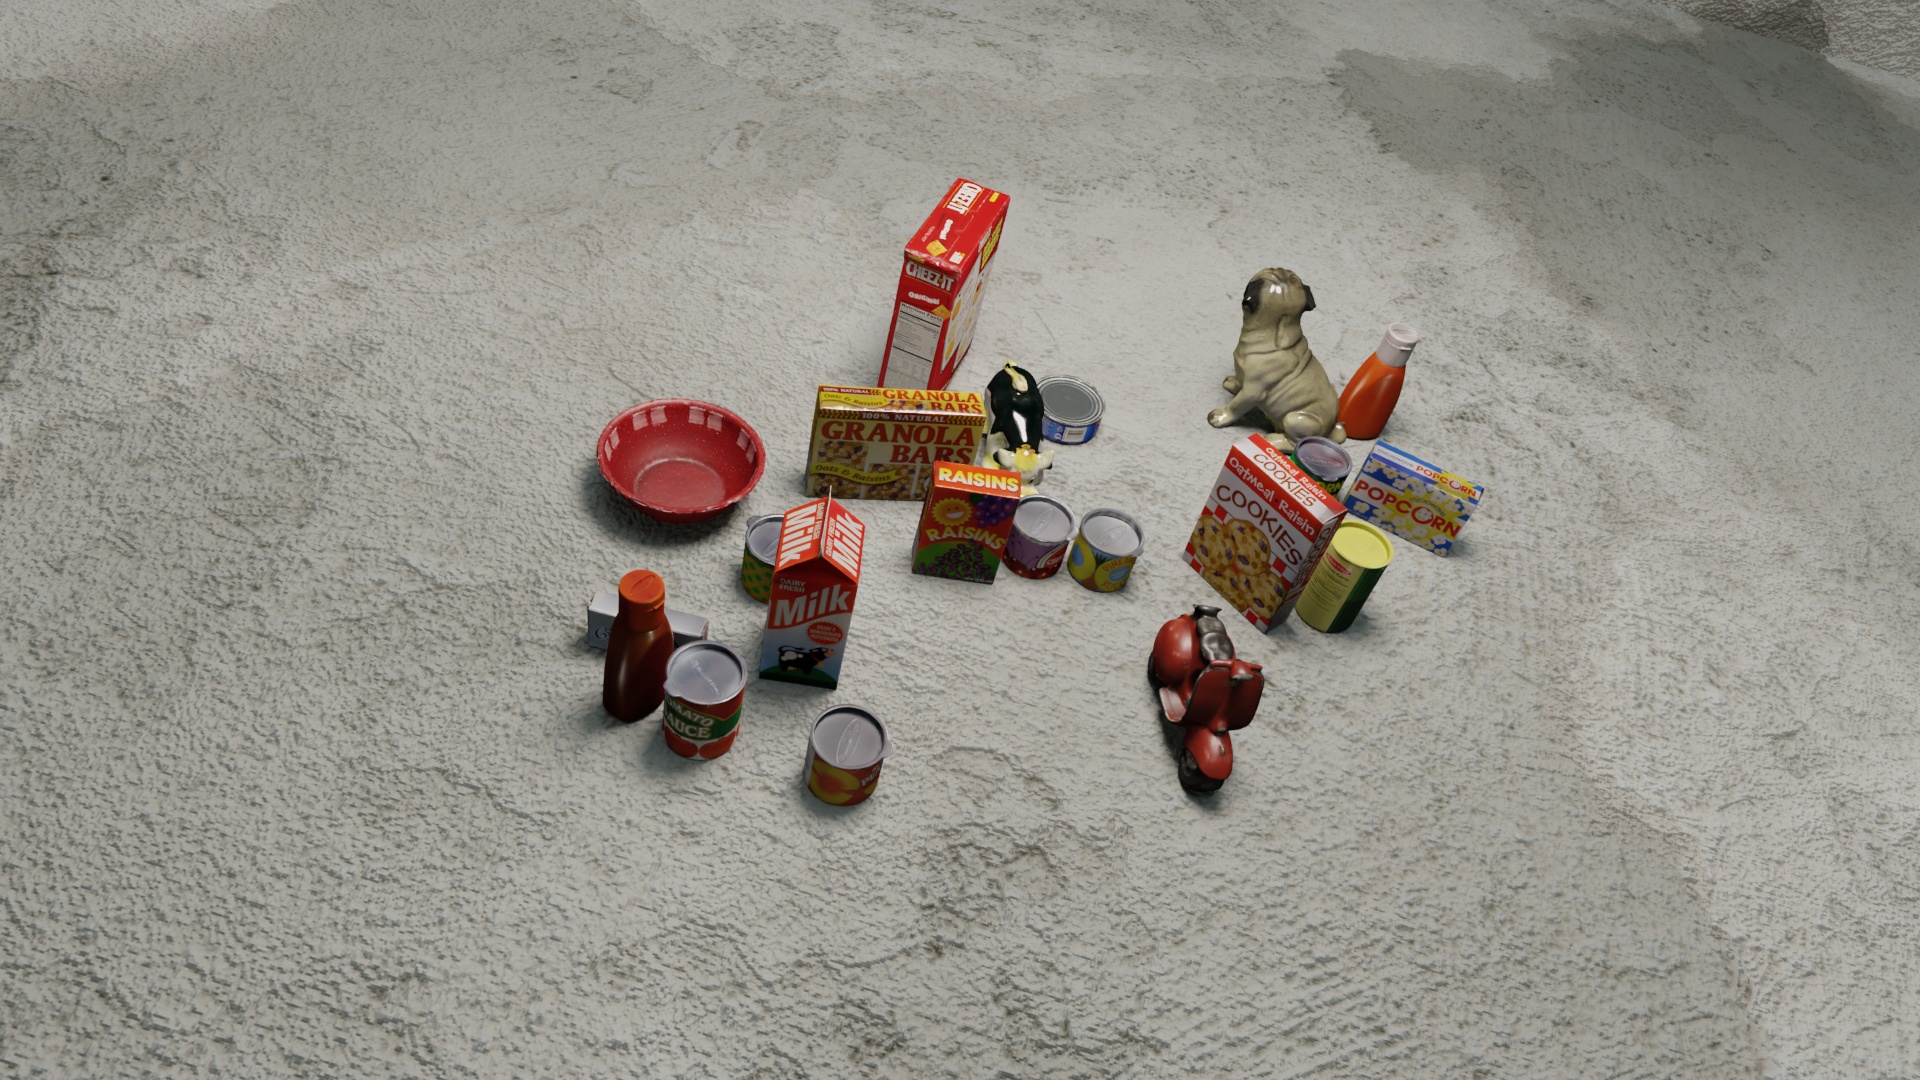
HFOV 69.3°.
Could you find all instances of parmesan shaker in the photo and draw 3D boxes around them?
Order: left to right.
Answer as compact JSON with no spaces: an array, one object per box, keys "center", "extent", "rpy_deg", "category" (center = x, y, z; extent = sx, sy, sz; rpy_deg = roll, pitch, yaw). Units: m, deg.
[{"center":[0.386,0.035,1.411],"extent":[0.071,0.102,0.072],"rpy_deg":[8,46,-8],"category":"parmesan shaker"}]

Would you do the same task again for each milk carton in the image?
[{"center":[-0.127,0.042,1.205],"extent":[0.073,0.189,0.073],"rpy_deg":[9,46,-7],"category":"milk carton"}]

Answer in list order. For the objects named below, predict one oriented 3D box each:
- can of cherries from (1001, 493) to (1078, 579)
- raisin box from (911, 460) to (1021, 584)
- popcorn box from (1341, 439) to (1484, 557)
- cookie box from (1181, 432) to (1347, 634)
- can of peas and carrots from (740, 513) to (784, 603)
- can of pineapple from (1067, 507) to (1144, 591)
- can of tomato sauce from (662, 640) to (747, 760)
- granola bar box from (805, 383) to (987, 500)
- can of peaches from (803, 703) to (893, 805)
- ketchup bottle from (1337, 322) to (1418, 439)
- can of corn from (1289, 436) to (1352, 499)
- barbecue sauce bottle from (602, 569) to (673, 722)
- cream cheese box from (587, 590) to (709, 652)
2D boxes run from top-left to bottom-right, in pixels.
[{"center":[0.079,-0.002,1.395],"extent":[0.071,0.058,0.072],"rpy_deg":[8,46,-8],"category":"can of cherries"},{"center":[0.005,-0.017,1.344],"extent":[0.086,0.122,0.040],"rpy_deg":[9,46,-7],"category":"raisin box"},{"center":[0.497,-0.047,1.532],"extent":[0.127,0.084,0.038],"rpy_deg":[27,46,11],"category":"popcorn box"},{"center":[0.299,-0.006,1.383],"extent":[0.040,0.166,0.123],"rpy_deg":[-25,58,-33],"category":"cookie box"},{"center":[-0.174,0.017,1.309],"extent":[0.071,0.058,0.071],"rpy_deg":[8,46,-8],"category":"can of peas and carrots"},{"center":[0.147,0.011,1.401],"extent":[0.071,0.057,0.071],"rpy_deg":[8,46,-8],"category":"can of pineapple"},{"center":[-0.217,0.136,1.166],"extent":[0.071,0.082,0.071],"rpy_deg":[8,46,-8],"category":"can of tomato sauce"},{"center":[-0.068,-0.097,1.400],"extent":[0.166,0.123,0.039],"rpy_deg":[2,47,-14],"category":"granola bar box"},{"center":[-0.095,0.182,1.172],"extent":[0.071,0.057,0.071],"rpy_deg":[8,46,-8],"category":"can of peaches"},{"center":[0.486,-0.184,1.617],"extent":[0.065,0.148,0.044],"rpy_deg":[4,46,-12],"category":"ketchup bottle"},{"center":[0.394,-0.071,1.547],"extent":[0.071,0.058,0.071],"rpy_deg":[8,46,-8],"category":"can of corn"},{"center":[-0.266,0.086,1.155],"extent":[0.044,0.147,0.065],"rpy_deg":[32,47,15],"category":"barbecue sauce bottle"},{"center":[-0.276,0.081,1.224],"extent":[0.104,0.053,0.024],"rpy_deg":[14,45,-1],"category":"cream cheese box"}]
